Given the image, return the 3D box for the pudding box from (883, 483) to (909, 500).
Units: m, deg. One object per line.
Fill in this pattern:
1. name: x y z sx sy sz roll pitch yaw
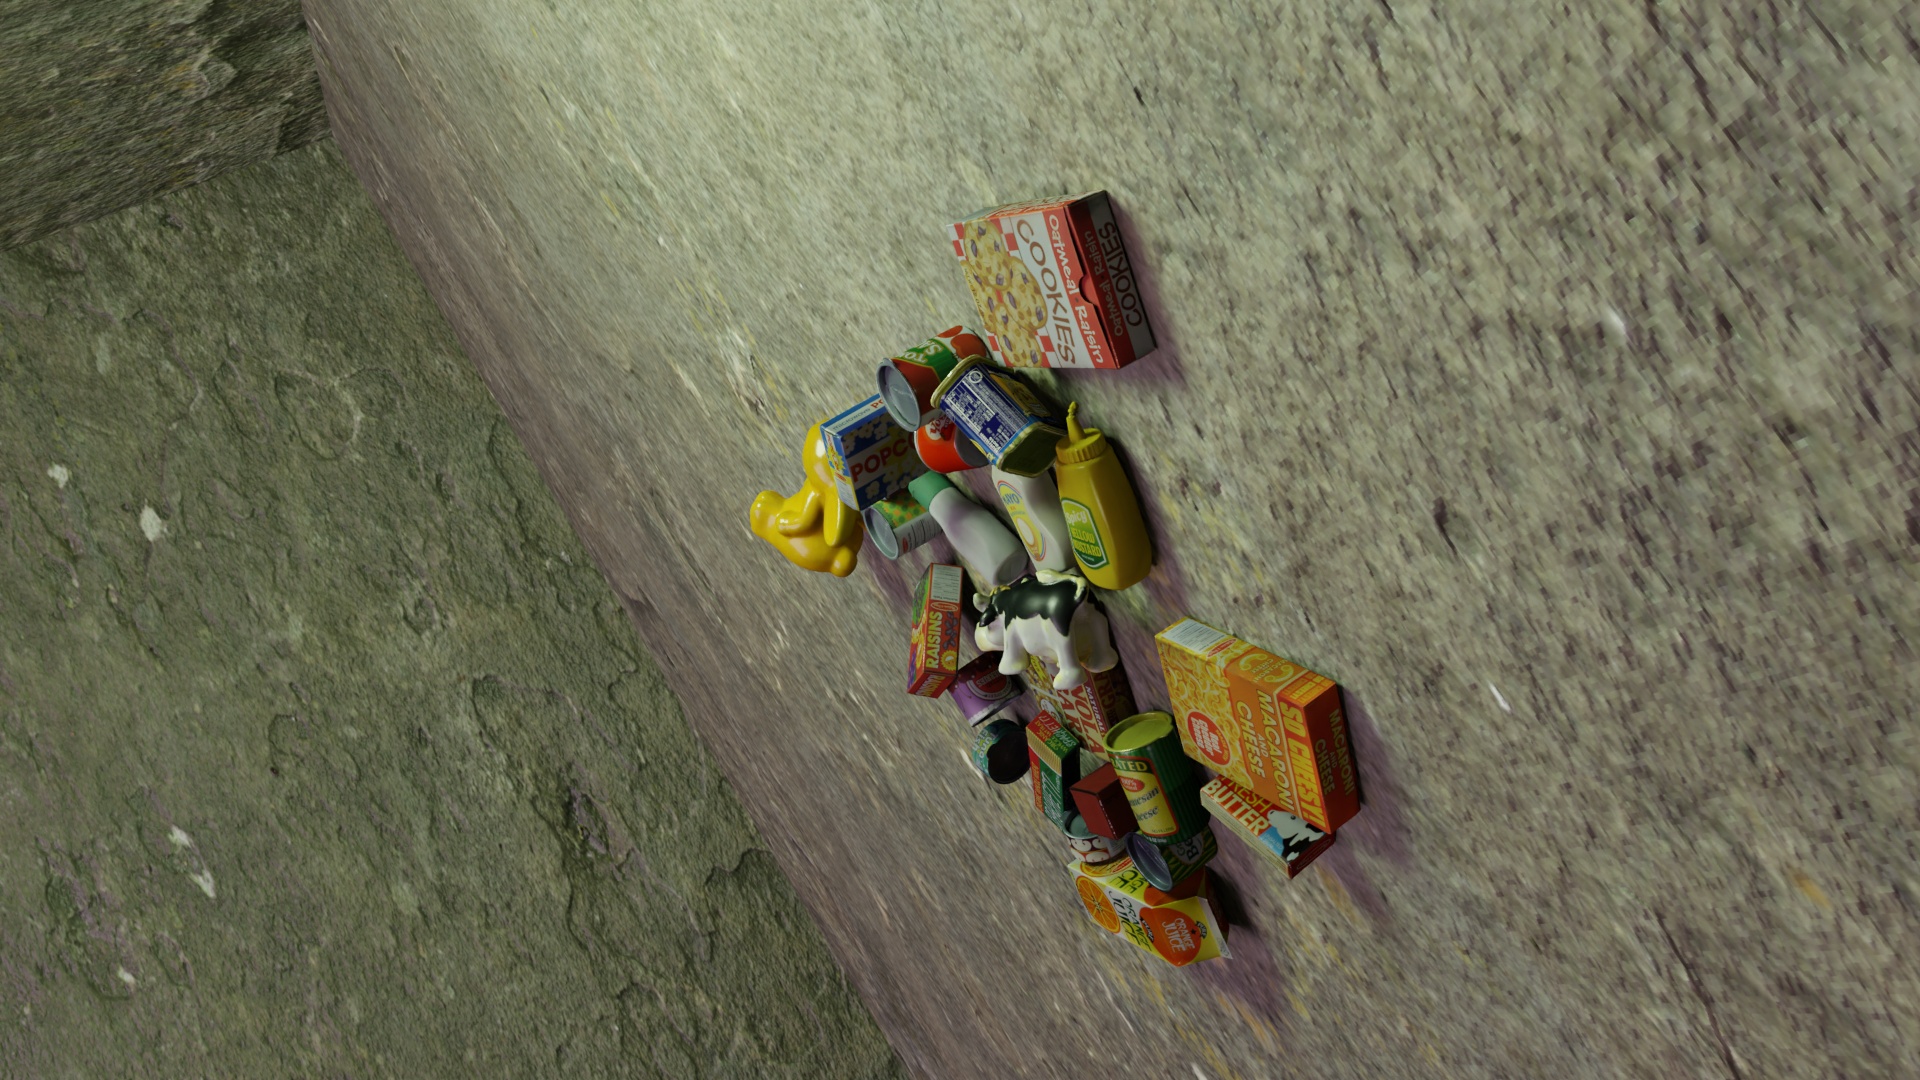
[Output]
1. pudding box: -0.077 -0.089 1.434 0.030 0.050 0.083 12 127 62

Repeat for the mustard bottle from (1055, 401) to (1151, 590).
1. mustard bottle: 0.108 -0.038 1.120 0.065 0.049 0.159 17 133 55

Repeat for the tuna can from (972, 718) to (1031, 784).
1. tuna can: 0.046 0.232 1.533 0.033 0.071 0.070 29 142 51

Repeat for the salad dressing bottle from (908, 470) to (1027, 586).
1. salad dressing bottle: 0.005 -0.017 1.361 0.148 0.044 0.064 46 155 32

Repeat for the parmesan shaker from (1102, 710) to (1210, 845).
1. parmesan shaker: 0.179 0.215 1.250 0.071 0.071 0.103 5 122 62

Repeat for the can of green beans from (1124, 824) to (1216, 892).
1. can of green beans: 0.198 0.287 1.307 0.071 0.058 0.071 45 153 31

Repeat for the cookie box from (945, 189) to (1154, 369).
1. cookie box: 0.064 -0.191 1.041 0.167 0.040 0.122 14 129 59

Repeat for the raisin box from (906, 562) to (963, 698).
1. raisin box: -0.027 0.096 1.478 0.085 0.040 0.124 124 153 -63

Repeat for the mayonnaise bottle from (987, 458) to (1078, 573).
1. mayonnaise bottle: 0.059 -0.042 1.224 0.148 0.041 0.064 62 159 -6

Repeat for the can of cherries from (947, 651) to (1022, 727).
1. can of cherries: 0.025 0.158 1.497 0.058 0.072 0.071 56 156 11

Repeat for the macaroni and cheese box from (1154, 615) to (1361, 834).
1. macaroni and cheese box: 0.232 0.141 1.090 0.166 0.040 0.123 24 138 54

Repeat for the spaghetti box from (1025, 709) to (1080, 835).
1. spaghetti box: 0.099 0.244 1.433 0.050 0.029 0.249 43 163 24

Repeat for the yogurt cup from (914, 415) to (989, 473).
1. yogurt cup: 0.000 -0.094 1.256 0.054 0.073 0.072 6 123 52

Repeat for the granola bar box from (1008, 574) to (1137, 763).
1. granola bar box: 0.106 0.123 1.324 0.124 0.039 0.165 18 134 57

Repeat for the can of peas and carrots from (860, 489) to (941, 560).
1. can of peas and carrots: -0.063 -0.023 1.470 0.071 0.059 0.070 45 152 32

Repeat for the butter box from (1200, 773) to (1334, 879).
1. butter box: 0.250 0.225 1.136 0.104 0.053 0.024 39 152 41

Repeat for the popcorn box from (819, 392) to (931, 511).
1. popcorn box: -0.065 -0.095 1.304 0.038 0.127 0.084 29 142 45

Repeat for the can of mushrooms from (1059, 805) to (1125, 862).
1. can of mushrooms: 0.138 0.296 1.425 0.071 0.071 0.033 17 134 58

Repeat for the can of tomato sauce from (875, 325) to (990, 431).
1. can of tomato sauce: -0.022 -0.144 1.215 0.071 0.083 0.070 44 152 32

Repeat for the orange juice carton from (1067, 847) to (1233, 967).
1. orange juice carton: 0.195 0.356 1.374 0.192 0.073 0.071 7 123 61
